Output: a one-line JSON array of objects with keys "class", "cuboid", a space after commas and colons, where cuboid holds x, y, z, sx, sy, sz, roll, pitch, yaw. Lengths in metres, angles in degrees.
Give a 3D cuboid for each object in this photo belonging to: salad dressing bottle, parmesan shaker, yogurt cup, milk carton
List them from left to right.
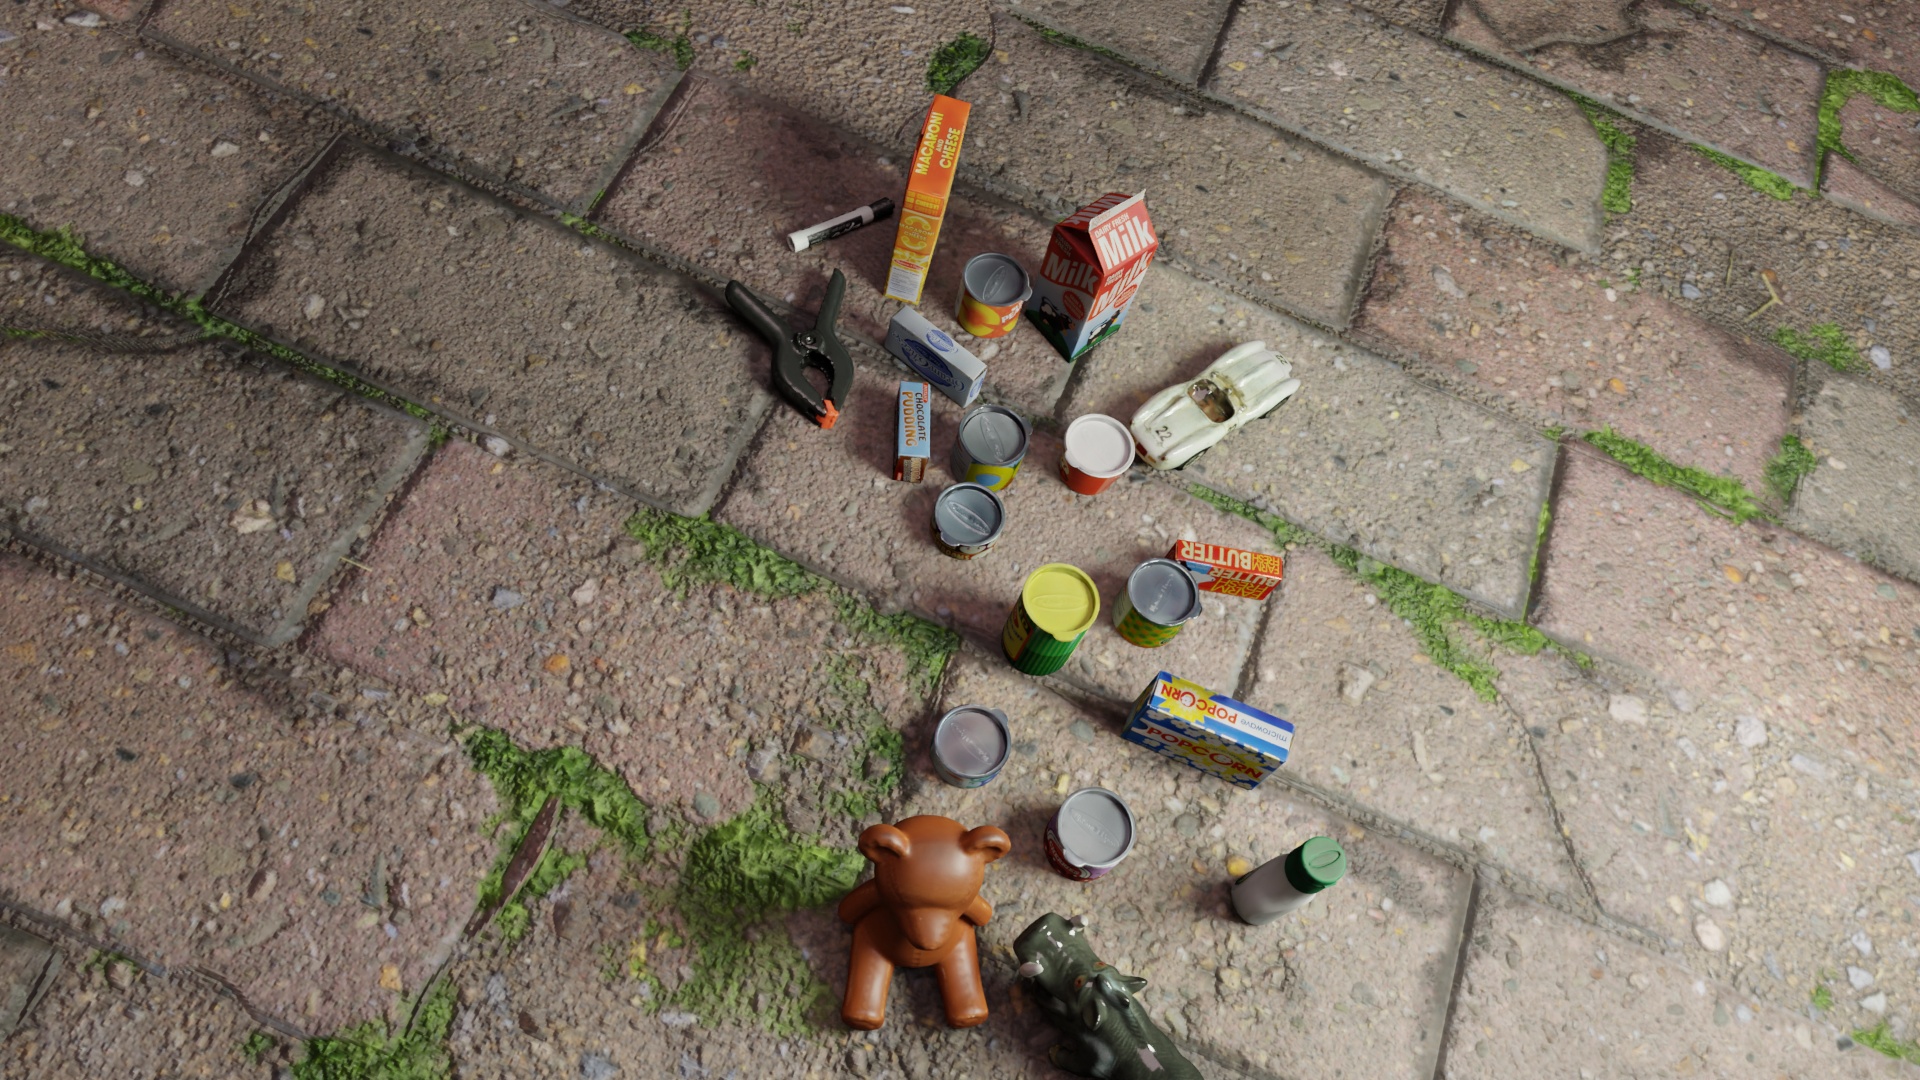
[{"class": "parmesan shaker", "cuboid": [0.076, 0.073, 1.204, 0.071, 0.102, 0.071, 4, 63, -9]}, {"class": "milk carton", "cuboid": [0.127, -0.261, 1.331, 0.072, 0.189, 0.073, -34, 75, -23]}, {"class": "yogurt cup", "cuboid": [0.126, -0.078, 1.317, 0.072, 0.053, 0.072, 4, 63, -9]}, {"class": "salad dressing bottle", "cuboid": [0.264, 0.273, 1.114, 0.064, 0.147, 0.044, -15, 68, -17]}]

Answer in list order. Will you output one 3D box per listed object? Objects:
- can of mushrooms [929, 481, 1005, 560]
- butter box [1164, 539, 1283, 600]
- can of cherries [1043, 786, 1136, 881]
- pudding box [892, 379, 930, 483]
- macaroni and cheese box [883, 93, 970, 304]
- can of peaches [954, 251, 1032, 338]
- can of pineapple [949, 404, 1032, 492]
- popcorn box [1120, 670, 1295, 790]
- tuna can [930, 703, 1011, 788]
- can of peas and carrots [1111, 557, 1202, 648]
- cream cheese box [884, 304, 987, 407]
[{"class": "can of mushrooms", "cuboid": [0.005, -0.016, 1.274, 0.071, 0.033, 0.071, 4, 63, -9]}, {"class": "butter box", "cuboid": [0.241, 0.028, 1.286, 0.103, 0.053, 0.024, 10, 63, -6]}, {"class": "can of cherries", "cuboid": [0.104, 0.245, 1.148, 0.071, 0.058, 0.072, 4, 63, -9]}, {"class": "pudding box", "cuboid": [-0.046, -0.102, 1.298, 0.030, 0.049, 0.084, 5, 63, -8]}, {"class": "macaroni and cheese box", "cuboid": [-0.034, -0.328, 1.348, 0.040, 0.165, 0.124, 15, 62, -3]}, {"class": "can of peaches", "cuboid": [0.032, -0.242, 1.378, 0.071, 0.057, 0.071, 4, 63, -9]}, {"class": "can of pineapple", "cuboid": [0.028, -0.085, 1.299, 0.071, 0.057, 0.071, 4, 63, -9]}, {"class": "popcorn box", "cuboid": [0.212, 0.164, 1.194, 0.127, 0.085, 0.038, 22, 62, 1]}, {"class": "tuna can", "cuboid": [0.010, 0.173, 1.180, 0.071, 0.032, 0.071, 4, 63, -9]}, {"class": "can of peas and carrots", "cuboid": [0.178, 0.058, 1.255, 0.071, 0.058, 0.071, 4, 63, -9]}, {"class": "cream cheese box", "cuboid": [-0.024, -0.177, 1.338, 0.104, 0.053, 0.024, 38, 64, 9]}]
